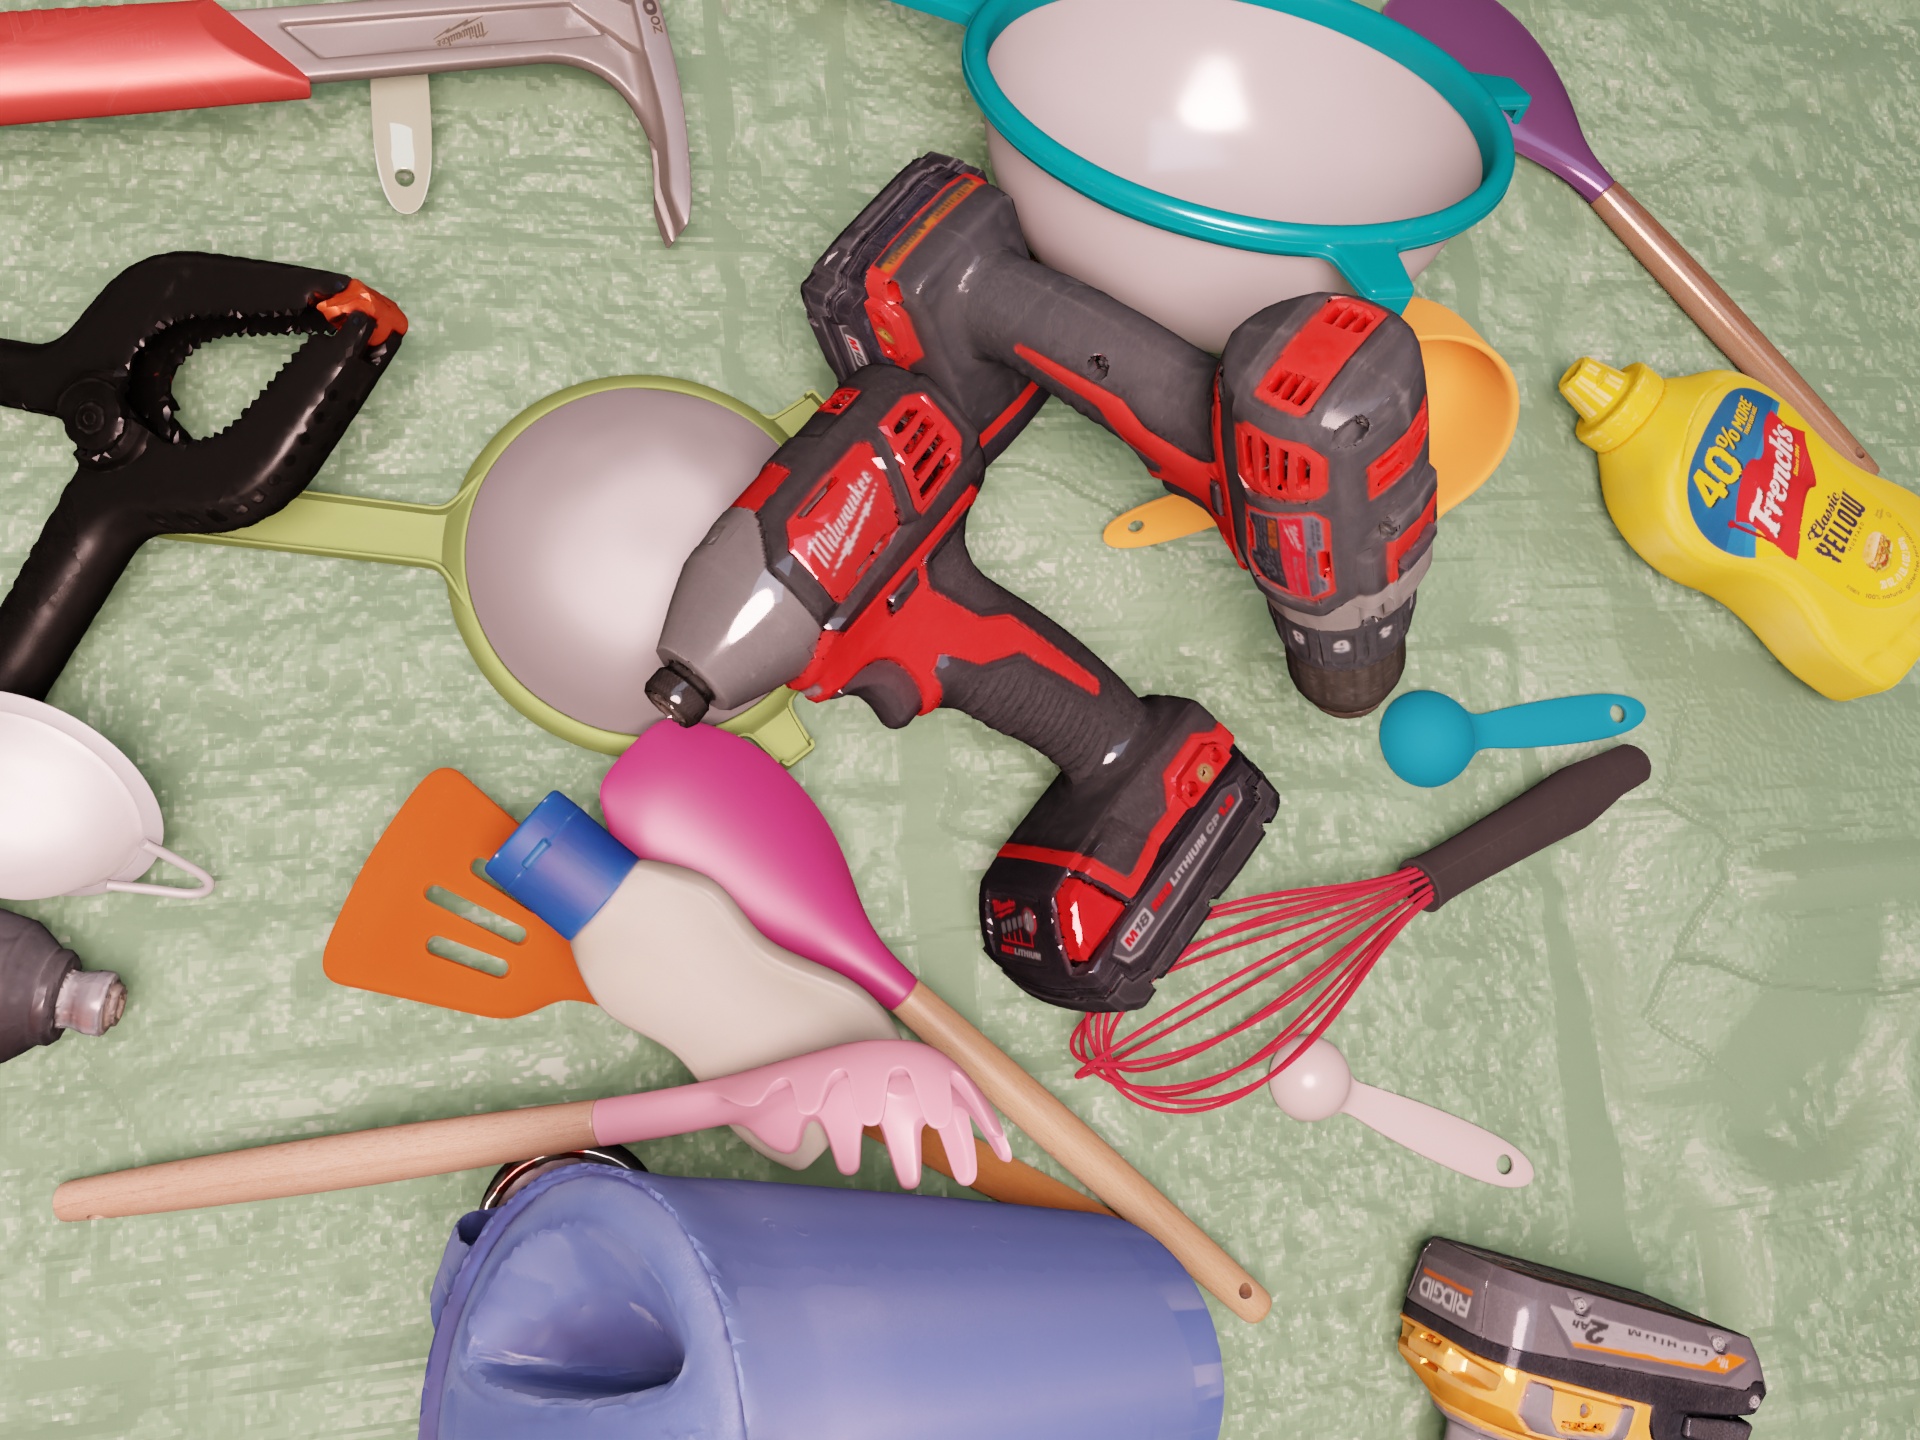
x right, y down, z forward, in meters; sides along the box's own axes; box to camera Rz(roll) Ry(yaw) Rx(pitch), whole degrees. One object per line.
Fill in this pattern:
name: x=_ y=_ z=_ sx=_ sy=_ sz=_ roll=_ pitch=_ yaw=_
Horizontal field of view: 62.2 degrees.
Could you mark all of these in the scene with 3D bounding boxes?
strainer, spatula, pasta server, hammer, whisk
strainer: x=0.043 y=-0.236 z=0.642 sx=0.340 sy=0.095 sz=0.211 roll=25 pitch=49 yaw=13
spatula: x=-0.064 y=0.126 z=0.577 sx=0.322 sy=0.041 sz=0.081 roll=29 pitch=75 yaw=-8
pasta server: x=-0.142 y=0.140 z=0.511 sx=0.316 sy=0.060 sz=0.040 roll=-9 pitch=55 yaw=5
strainer: x=-0.354 y=-0.013 z=0.496 sx=0.258 sy=0.050 sz=0.087 roll=43 pitch=118 yaw=-15
hammer: x=-0.275 y=-0.216 z=0.542 sx=0.359 sy=0.037 sz=0.149 roll=-15 pitch=94 yaw=-22
whisk: x=0.169 y=0.074 z=0.634 sx=0.296 sy=0.073 sz=0.073 roll=-24 pitch=87 yaw=-21
strainer: x=-0.163 y=-0.070 z=0.570 sx=0.256 sy=0.069 sz=0.151 roll=6 pitch=80 yaw=-14
spatula: x=0.317 y=-0.228 z=0.740 sx=0.060 sy=0.018 sz=0.316 roll=-44 pitch=92 yaw=-17

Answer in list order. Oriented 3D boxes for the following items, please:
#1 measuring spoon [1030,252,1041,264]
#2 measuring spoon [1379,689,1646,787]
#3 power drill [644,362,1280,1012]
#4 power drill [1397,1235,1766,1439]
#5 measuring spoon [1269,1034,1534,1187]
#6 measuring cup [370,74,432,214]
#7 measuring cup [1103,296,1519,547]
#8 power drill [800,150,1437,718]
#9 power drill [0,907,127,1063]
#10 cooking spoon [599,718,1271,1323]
measuring spoon: x=0.002 y=-0.167 z=0.656 sx=0.117 sy=0.011 sz=0.021 roll=-36 pitch=90 yaw=-16
measuring spoon: x=0.242 y=0.001 z=0.680 sx=0.128 sy=0.021 sz=0.042 roll=-7 pitch=83 yaw=-13
power drill: x=-0.001 y=-0.002 z=0.562 sx=0.219 sy=0.078 sz=0.143 roll=46 pitch=70 yaw=-20
power drill: x=0.231 y=0.330 z=0.595 sx=0.185 sy=0.084 sz=0.226 roll=18 pitch=81 yaw=-11
measuring spoon: x=0.182 y=0.162 z=0.641 sx=0.124 sy=0.018 sz=0.034 roll=25 pitch=76 yaw=-9
measuring cup: x=-0.216 y=-0.271 z=0.611 sx=0.083 sy=0.038 sz=0.167 roll=-3 pitch=87 yaw=-16
measuring cup: x=0.138 y=-0.116 z=0.659 sx=0.173 sy=0.095 sz=0.052 roll=-19 pitch=41 yaw=7
power drill: x=0.066 y=-0.094 z=0.572 sx=0.227 sy=0.187 sz=0.080 roll=30 pitch=71 yaw=30
power drill: x=-0.362 y=0.156 z=0.481 sx=0.164 sy=0.084 sz=0.227 roll=10 pitch=75 yaw=-12
cooking spoon: x=-0.001 y=0.117 z=0.583 sx=0.319 sy=0.017 sz=0.069 roll=43 pitch=67 yaw=-8
